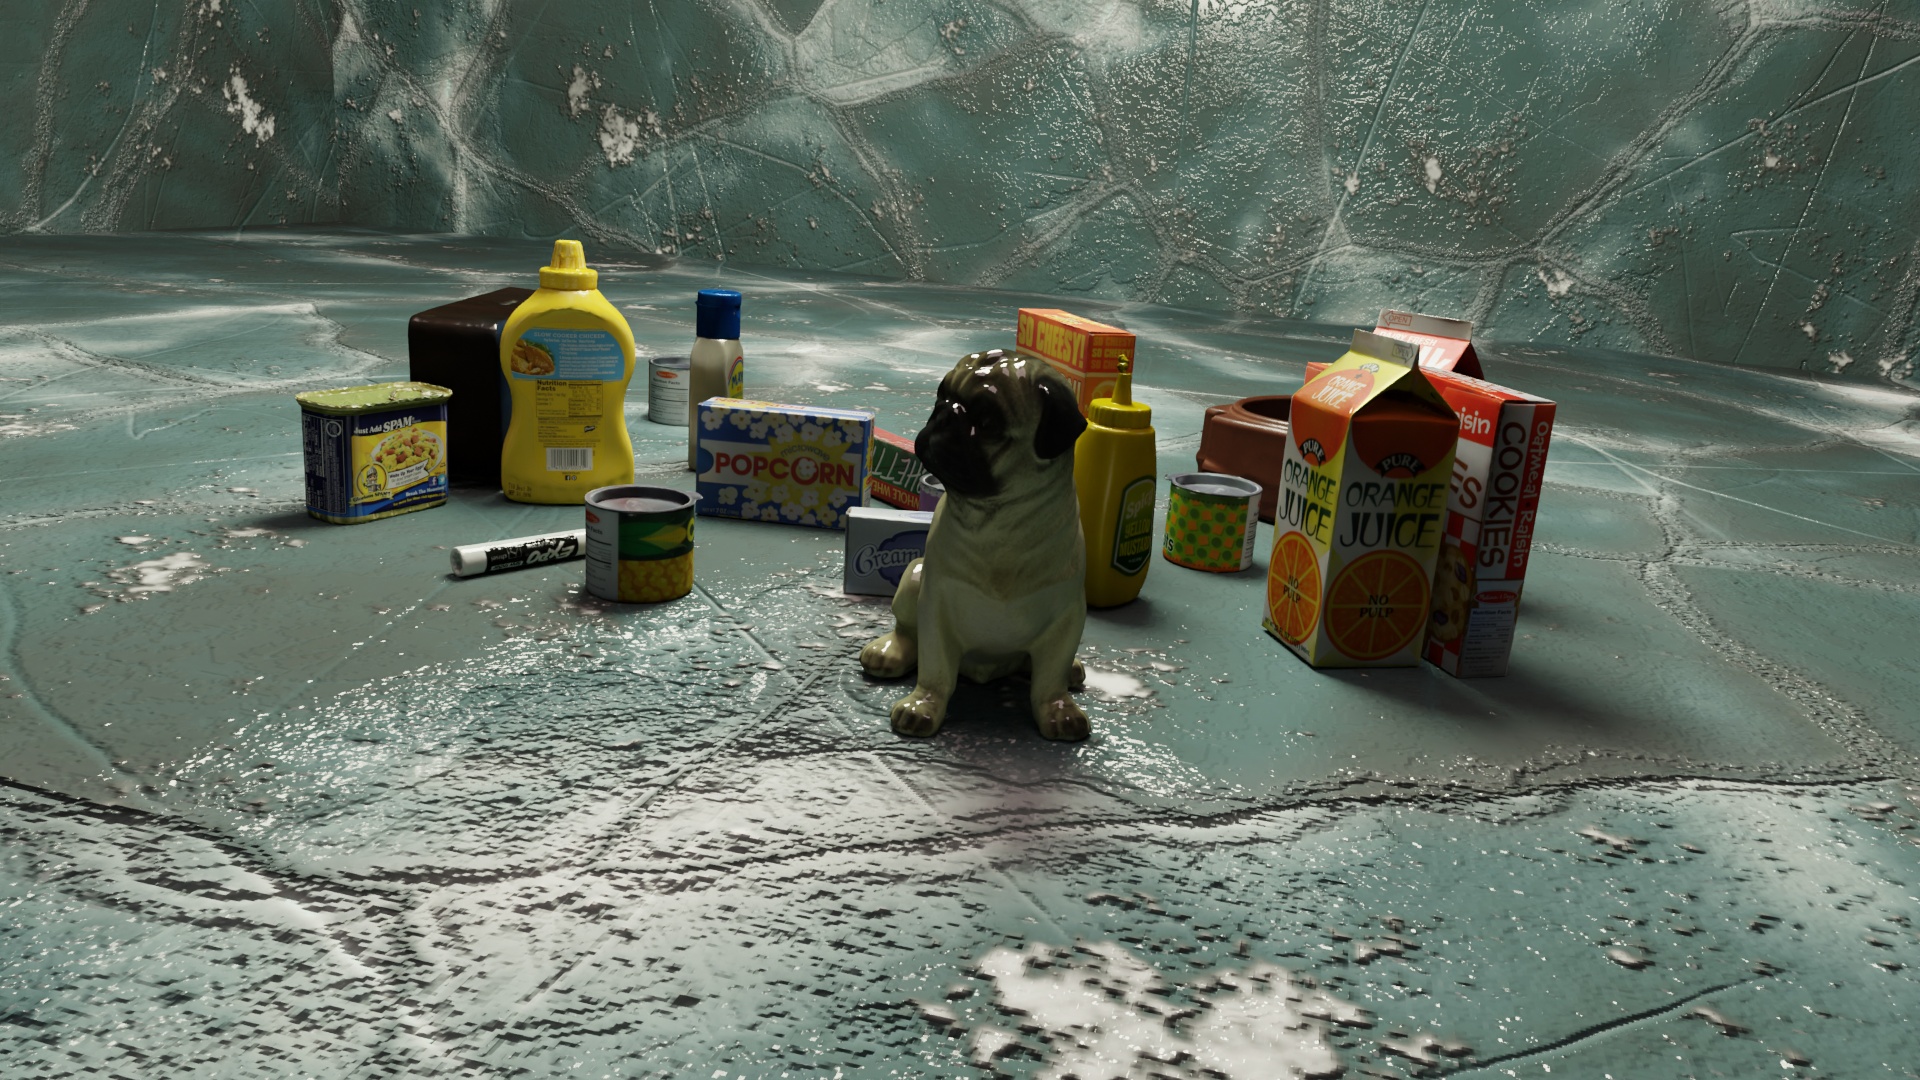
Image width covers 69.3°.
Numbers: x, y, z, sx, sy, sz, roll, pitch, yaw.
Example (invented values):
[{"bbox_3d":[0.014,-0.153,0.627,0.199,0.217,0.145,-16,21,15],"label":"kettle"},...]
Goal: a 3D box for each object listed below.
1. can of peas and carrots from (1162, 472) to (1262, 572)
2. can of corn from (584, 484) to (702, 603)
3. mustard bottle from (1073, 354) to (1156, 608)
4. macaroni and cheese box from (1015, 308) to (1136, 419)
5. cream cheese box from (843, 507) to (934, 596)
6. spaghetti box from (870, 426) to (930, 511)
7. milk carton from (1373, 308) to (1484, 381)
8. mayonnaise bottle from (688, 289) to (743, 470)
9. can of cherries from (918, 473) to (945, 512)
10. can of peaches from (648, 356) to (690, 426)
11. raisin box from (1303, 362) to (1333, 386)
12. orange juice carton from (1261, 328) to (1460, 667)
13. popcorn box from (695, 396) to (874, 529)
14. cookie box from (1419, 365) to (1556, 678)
[{"bbox_3d":[0.180,-0.014,1.011,0.071,0.058,0.071,4,16,-1],"label":"can of peas and carrots"},{"bbox_3d":[-0.195,0.001,0.855,0.071,0.058,0.071,4,16,-1],"label":"can of corn"},{"bbox_3d":[0.097,-0.039,0.889,0.049,0.159,0.065,16,19,36],"label":"mustard bottle"},{"bbox_3d":[0.076,-0.078,1.010,0.040,0.166,0.124,-2,17,-21],"label":"macaroni and cheese box"},{"bbox_3d":[-0.022,0.009,0.883,0.104,0.053,0.024,4,15,-1],"label":"cream cheese box"},{"bbox_3d":[-0.054,-0.057,1.114,0.029,0.050,0.250,-7,19,-36],"label":"spaghetti box"},{"bbox_3d":[0.316,-0.065,0.987,0.072,0.190,0.074,18,20,40],"label":"milk carton"},{"bbox_3d":[-0.204,-0.135,1.167,0.041,0.147,0.065,7,15,8],"label":"mayonnaise bottle"},{"bbox_3d":[0.003,-0.012,0.956,0.071,0.058,0.072,4,16,-1],"label":"can of cherries"},{"bbox_3d":[-0.269,-0.146,1.353,0.071,0.058,0.071,4,16,-1],"label":"can of peaches"},{"bbox_3d":[0.324,-0.083,1.173,0.040,0.123,0.086,-2,17,-23],"label":"raisin box"},{"bbox_3d":[0.238,-0.026,0.825,0.073,0.192,0.072,0,16,-14],"label":"orange juice carton"},{"bbox_3d":[-0.130,-0.058,1.031,0.127,0.085,0.038,6,15,5],"label":"popcorn box"},{"bbox_3d":[0.295,-0.016,0.852,0.040,0.167,0.123,0,16,-17],"label":"cookie box"}]
